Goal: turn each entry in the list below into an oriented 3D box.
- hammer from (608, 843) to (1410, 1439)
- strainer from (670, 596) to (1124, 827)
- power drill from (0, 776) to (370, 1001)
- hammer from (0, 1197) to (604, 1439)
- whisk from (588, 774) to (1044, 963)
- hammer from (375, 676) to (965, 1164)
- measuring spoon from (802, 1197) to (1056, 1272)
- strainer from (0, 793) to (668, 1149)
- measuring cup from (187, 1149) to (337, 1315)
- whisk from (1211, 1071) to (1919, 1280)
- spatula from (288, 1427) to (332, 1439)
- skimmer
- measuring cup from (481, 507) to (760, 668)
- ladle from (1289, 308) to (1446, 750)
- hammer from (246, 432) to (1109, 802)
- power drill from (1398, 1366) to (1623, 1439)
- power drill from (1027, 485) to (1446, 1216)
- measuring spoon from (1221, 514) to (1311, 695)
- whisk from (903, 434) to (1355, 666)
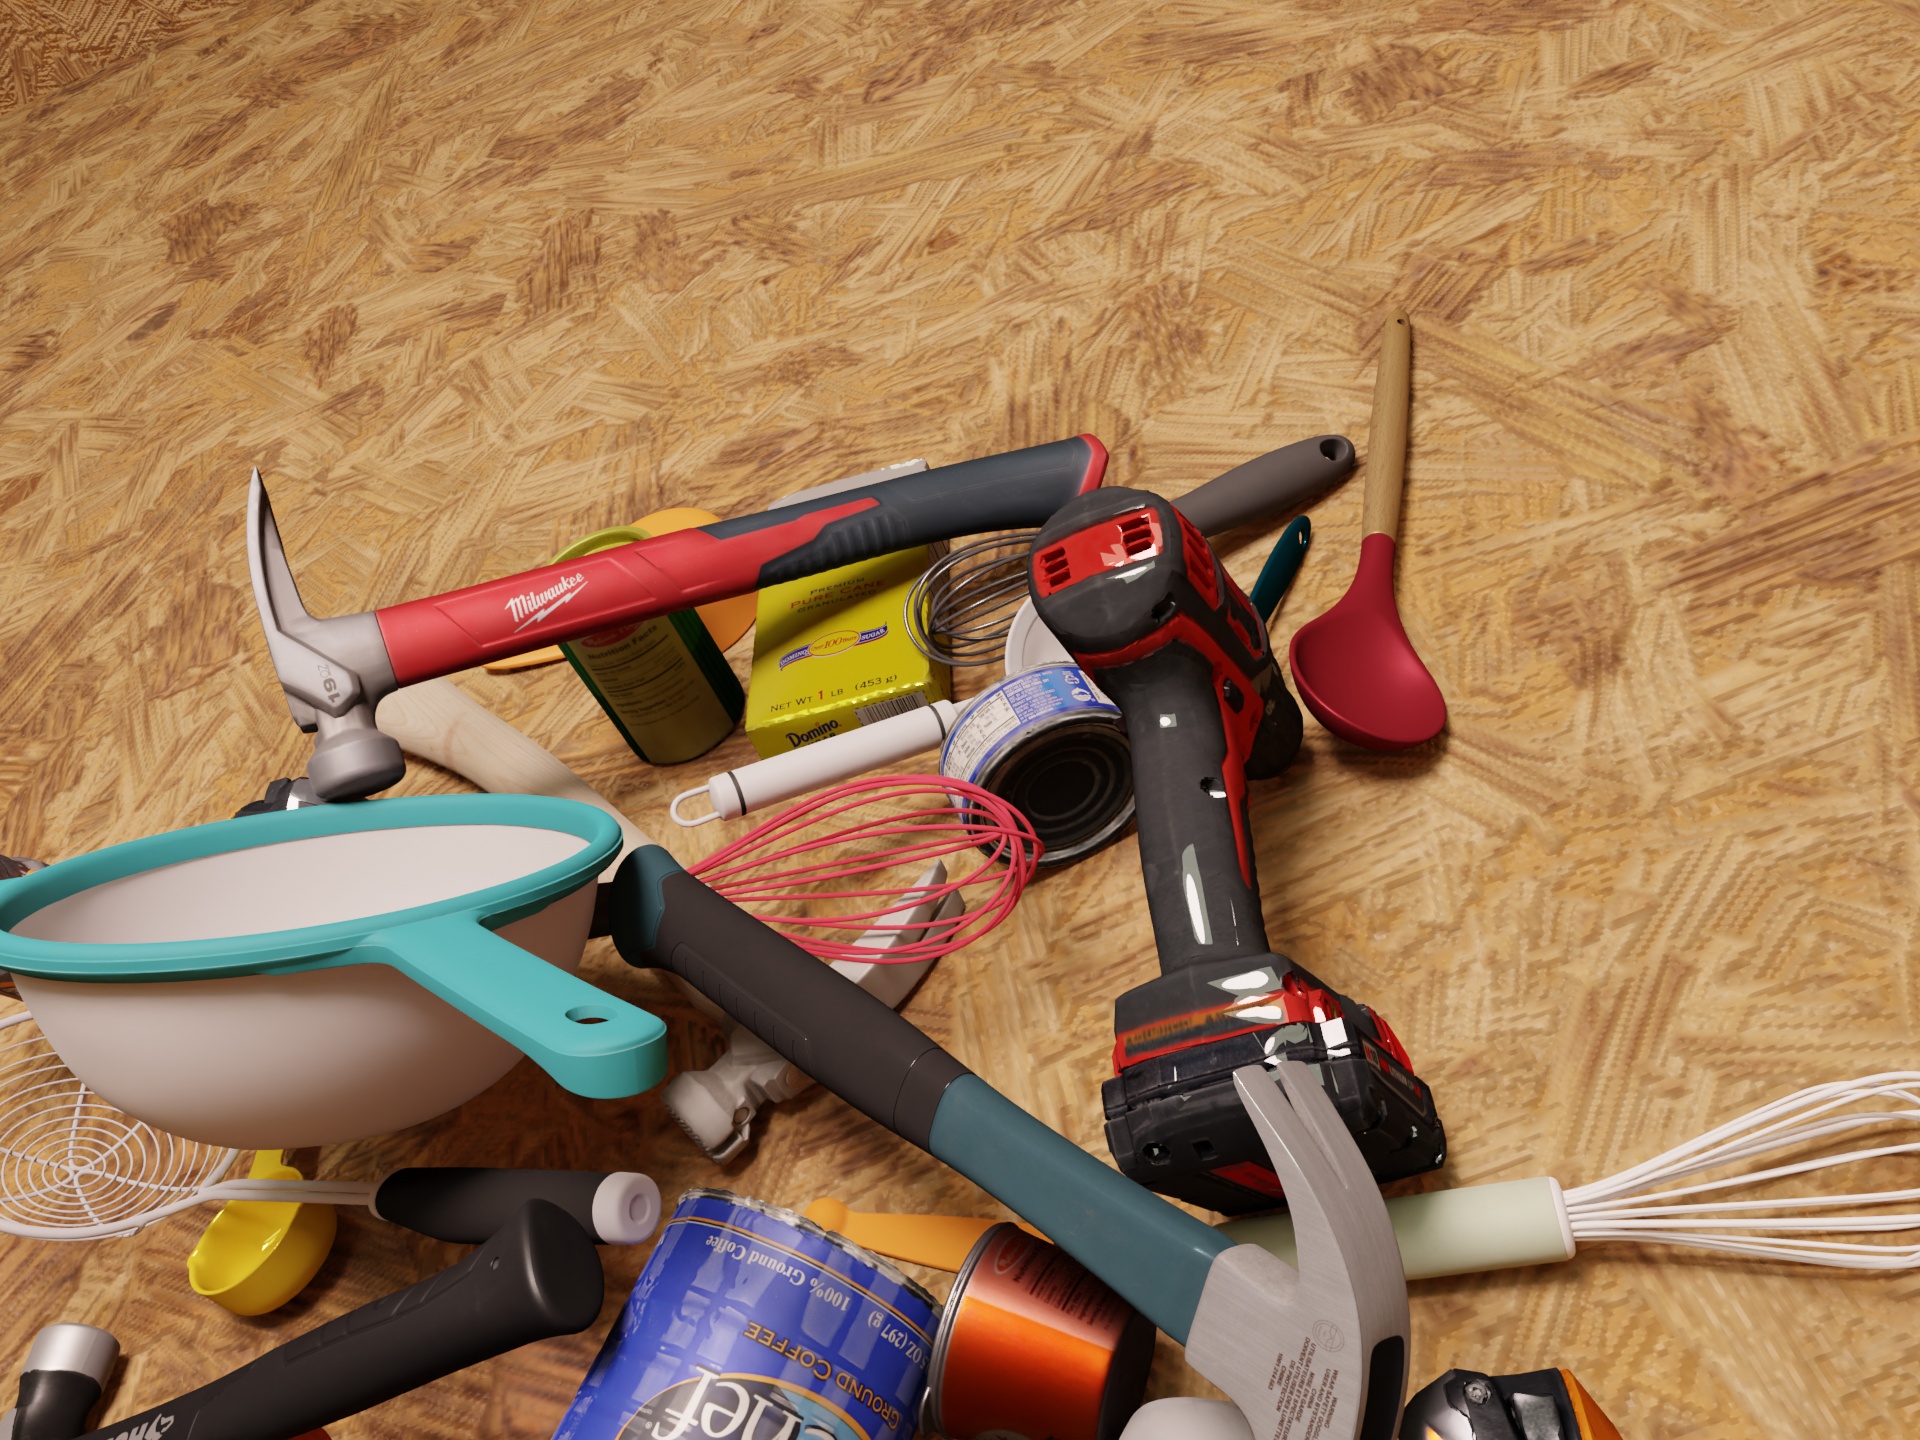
[{"bbox_3d":[-0.011,0.116,0.485,0.331,0.033,0.128,24,101,43],"label":"hammer"},{"bbox_3d":[-0.001,-0.002,0.681,0.258,0.050,0.087,-19,84,-18],"label":"strainer"},{"bbox_3d":[-0.362,0.082,0.710,0.226,0.185,0.084,-8,64,15],"label":"power drill"},{"bbox_3d":[-0.242,0.237,0.532,0.335,0.035,0.146,-29,37,26],"label":"hammer"},{"bbox_3d":[-0.105,0.071,0.636,0.296,0.073,0.073,-10,45,22],"label":"whisk"},{"bbox_3d":[-0.175,0.045,0.763,0.146,0.038,0.411,-43,45,-19],"label":"hammer"},{"bbox_3d":[-0.007,0.183,0.564,0.117,0.011,0.021,-1,49,25],"label":"measuring spoon"},{"bbox_3d":[-0.182,0.099,0.512,0.211,0.095,0.340,-11,13,-38],"label":"strainer"},{"bbox_3d":[-0.288,0.189,0.691,0.062,0.029,0.157,-30,30,9],"label":"measuring cup"},{"bbox_3d":[0.191,0.149,0.484,0.246,0.058,0.059,-14,10,17],"label":"whisk"},{"bbox_3d":[-0.141,0.344,0.453,0.323,0.041,0.081,33,80,41],"label":"spatula"},{"bbox_3d":[-0.260,0.151,0.599,0.363,0.090,0.127,-9,12,33],"label":"skimmer"},{"bbox_3d":[-0.196,-0.065,0.866,0.173,0.052,0.095,-12,45,12],"label":"measuring cup"},{"bbox_3d":[0.192,-0.098,0.727,0.069,0.031,0.316,21,49,-3],"label":"ladle"},{"bbox_3d":[-0.113,-0.087,0.722,0.386,0.038,0.143,-18,81,-19],"label":"hammer"},{"bbox_3d":[0.227,0.200,0.383,0.226,0.084,0.164,-11,49,11],"label":"power drill"},{"bbox_3d":[0.096,0.048,0.555,0.080,0.187,0.227,-20,60,21],"label":"power drill"},{"bbox_3d":[0.141,-0.052,0.704,0.021,0.042,0.129,2,42,35],"label":"measuring spoon"},{"bbox_3d":[0.083,-0.086,0.742,0.239,0.055,0.055,-24,41,-14],"label":"whisk"}]
